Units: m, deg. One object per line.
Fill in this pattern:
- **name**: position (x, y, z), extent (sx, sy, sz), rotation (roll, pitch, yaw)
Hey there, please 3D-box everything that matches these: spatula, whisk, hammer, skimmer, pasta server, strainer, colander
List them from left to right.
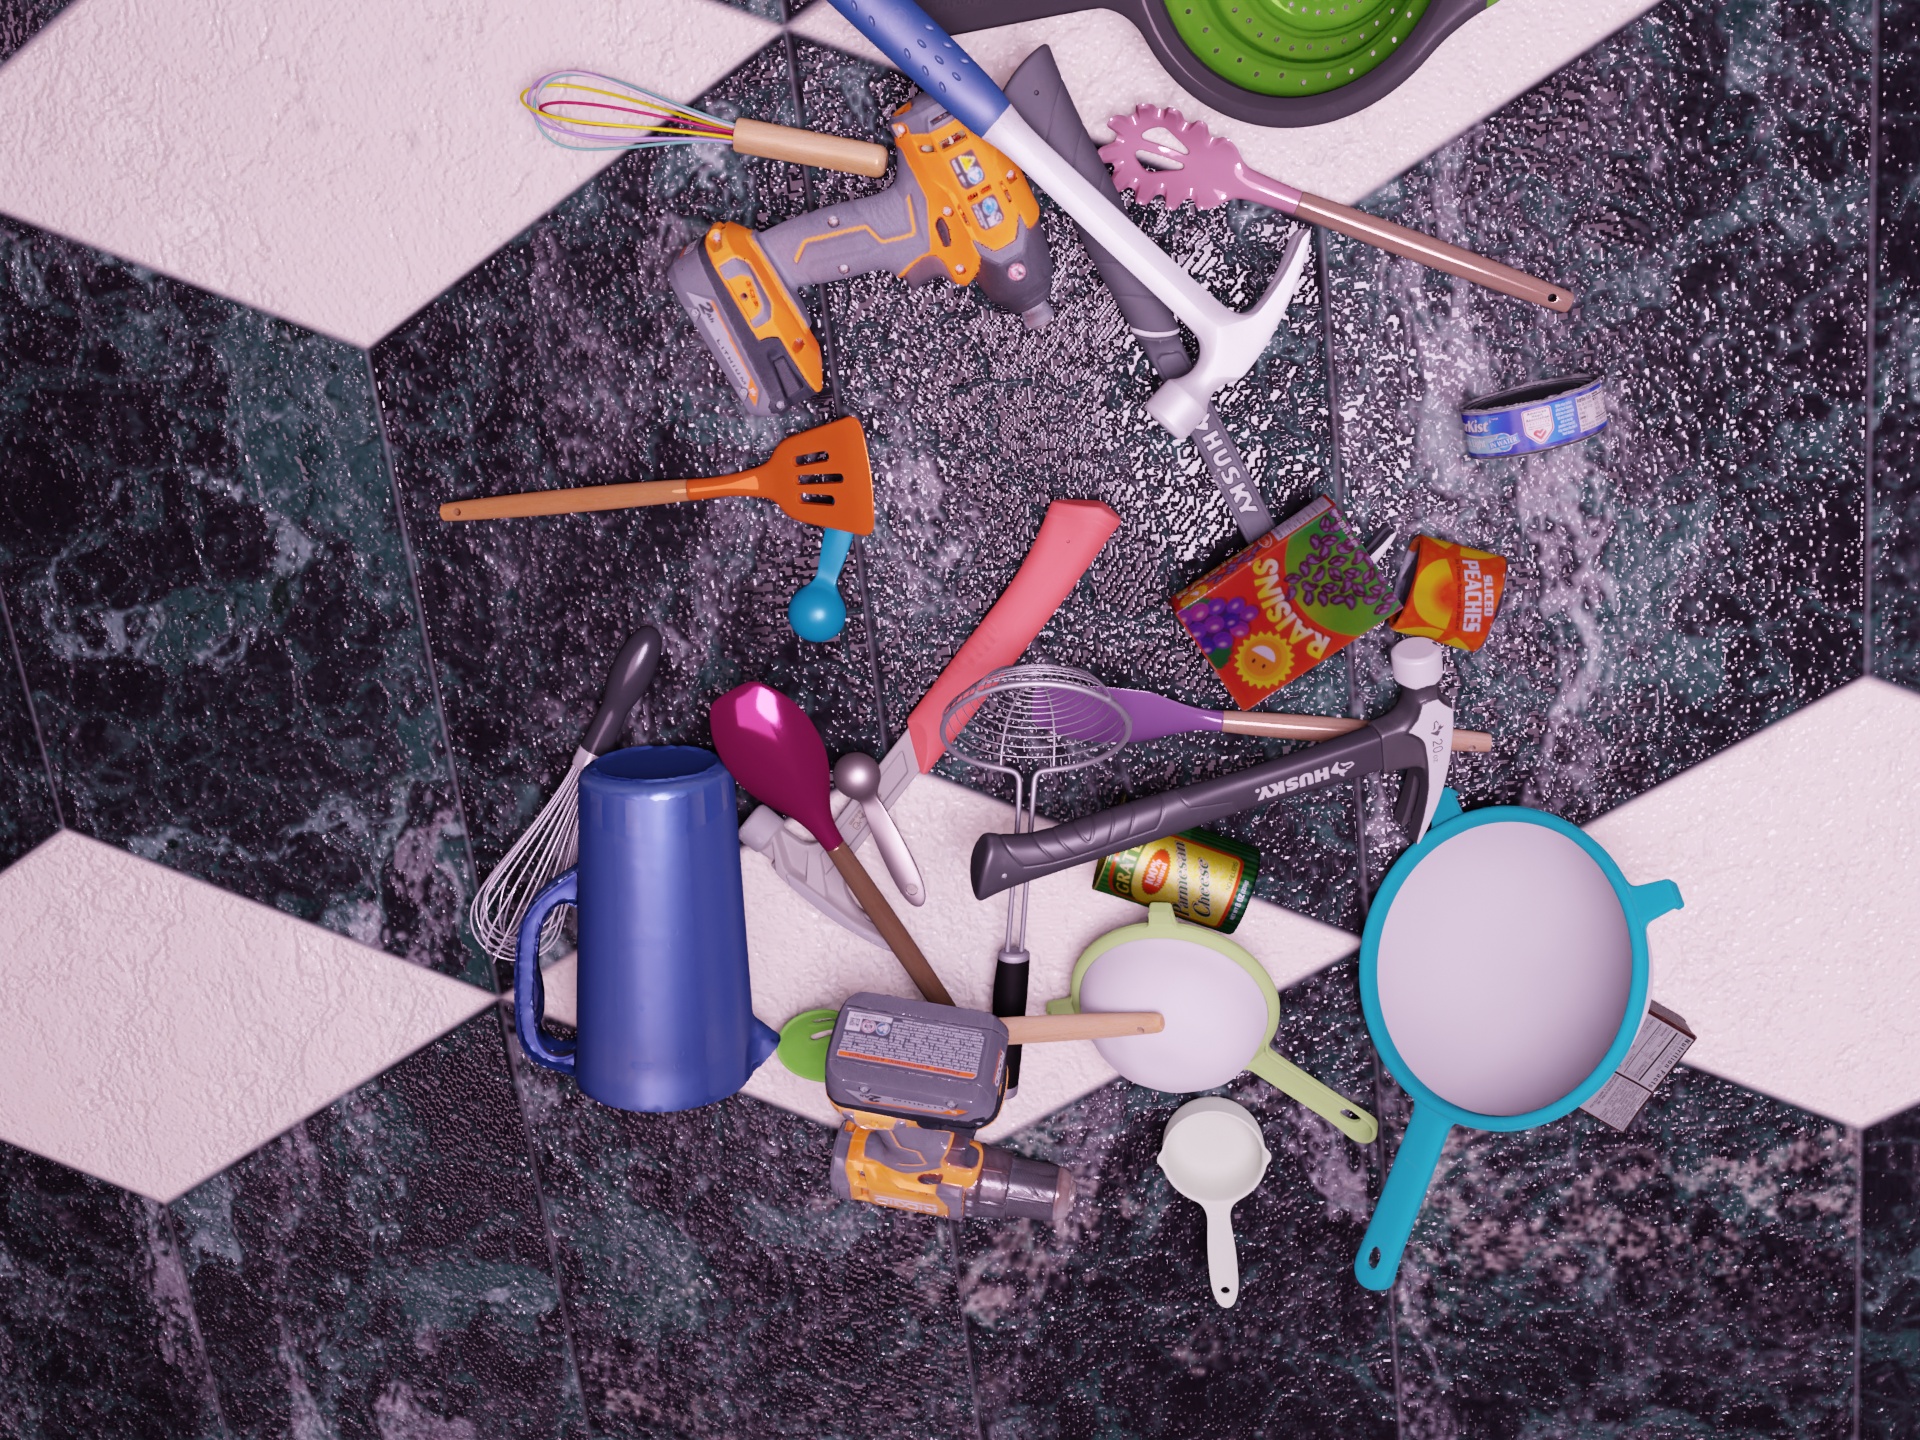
- **whisk**: position (-0.286, 0.056, 1.172), extent (0.070, 0.070, 0.284), rotation (28, 101, 0)
- **spatula**: position (-0.215, -0.158, 1.111), extent (0.322, 0.041, 0.081), rotation (-4, 105, 9)
- **whisk**: position (-0.169, -0.386, 1.045), extent (0.245, 0.047, 0.051), rotation (11, 105, 1)
- **hammer**: position (-0.002, -0.004, 1.125), extent (0.149, 0.037, 0.359), rotation (38, 106, -3)
- **hammer**: position (0.033, -0.354, 0.946), extent (0.405, 0.035, 0.144), rotation (40, 100, -12)
- **skimmer**: position (0.043, 0.125, 1.106), extent (0.127, 0.090, 0.363), rotation (2, 112, -4)
- **hammer**: position (0.139, -0.236, 1.023), extent (0.149, 0.036, 0.408), rotation (-27, 107, 11)
- **colander**: position (0.133, -0.462, 0.970), extent (0.397, 0.094, 0.204), rotation (1, 114, 26)
- **hammer**: position (0.166, 0.057, 1.054), extent (0.335, 0.035, 0.146), rotation (-17, 123, -4)
- **strainer**: position (0.190, 0.247, 1.128), extent (0.256, 0.069, 0.151), rotation (34, 127, -8)
- **spatula**: position (0.207, 0.004, 1.104), extent (0.316, 0.018, 0.059), rotation (4, 140, 4)
- **pasta server**: position (0.240, -0.318, 1.011), extent (0.316, 0.040, 0.060), rotation (21, 119, 1)
- **strainer**: position (0.358, 0.228, 1.070), extent (0.095, 0.211, 0.340), rotation (14, 98, -36)

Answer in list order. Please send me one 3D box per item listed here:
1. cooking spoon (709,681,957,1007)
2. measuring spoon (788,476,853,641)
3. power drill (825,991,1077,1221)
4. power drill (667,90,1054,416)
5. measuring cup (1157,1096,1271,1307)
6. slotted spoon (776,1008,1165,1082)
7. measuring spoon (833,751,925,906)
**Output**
- **cooking spoon**: position (-0.075, 0.108, 1.127), extent (0.069, 0.017, 0.318), rotation (-30, 109, 8)
- **measuring spoon**: position (-0.091, -0.114, 1.115), extent (0.042, 0.021, 0.128), rotation (18, 107, 2)
- **power drill**: position (-0.006, 0.292, 1.139), extent (0.185, 0.084, 0.226), rotation (8, 140, 8)
- **power drill**: position (-0.055, -0.289, 1.031), extent (0.226, 0.084, 0.164), rotation (-27, 116, 9)
- **measuring cup**: position (0.193, 0.360, 1.195), extent (0.083, 0.038, 0.167), rotation (-5, 106, 9)
- **slotted spoon**: position (0.002, 0.226, 1.143), extent (0.314, 0.031, 0.070), rotation (-10, 118, 30)
- **measuring spoon**: position (-0.055, 0.080, 1.127), extent (0.034, 0.018, 0.124), rotation (-23, 102, 13)
